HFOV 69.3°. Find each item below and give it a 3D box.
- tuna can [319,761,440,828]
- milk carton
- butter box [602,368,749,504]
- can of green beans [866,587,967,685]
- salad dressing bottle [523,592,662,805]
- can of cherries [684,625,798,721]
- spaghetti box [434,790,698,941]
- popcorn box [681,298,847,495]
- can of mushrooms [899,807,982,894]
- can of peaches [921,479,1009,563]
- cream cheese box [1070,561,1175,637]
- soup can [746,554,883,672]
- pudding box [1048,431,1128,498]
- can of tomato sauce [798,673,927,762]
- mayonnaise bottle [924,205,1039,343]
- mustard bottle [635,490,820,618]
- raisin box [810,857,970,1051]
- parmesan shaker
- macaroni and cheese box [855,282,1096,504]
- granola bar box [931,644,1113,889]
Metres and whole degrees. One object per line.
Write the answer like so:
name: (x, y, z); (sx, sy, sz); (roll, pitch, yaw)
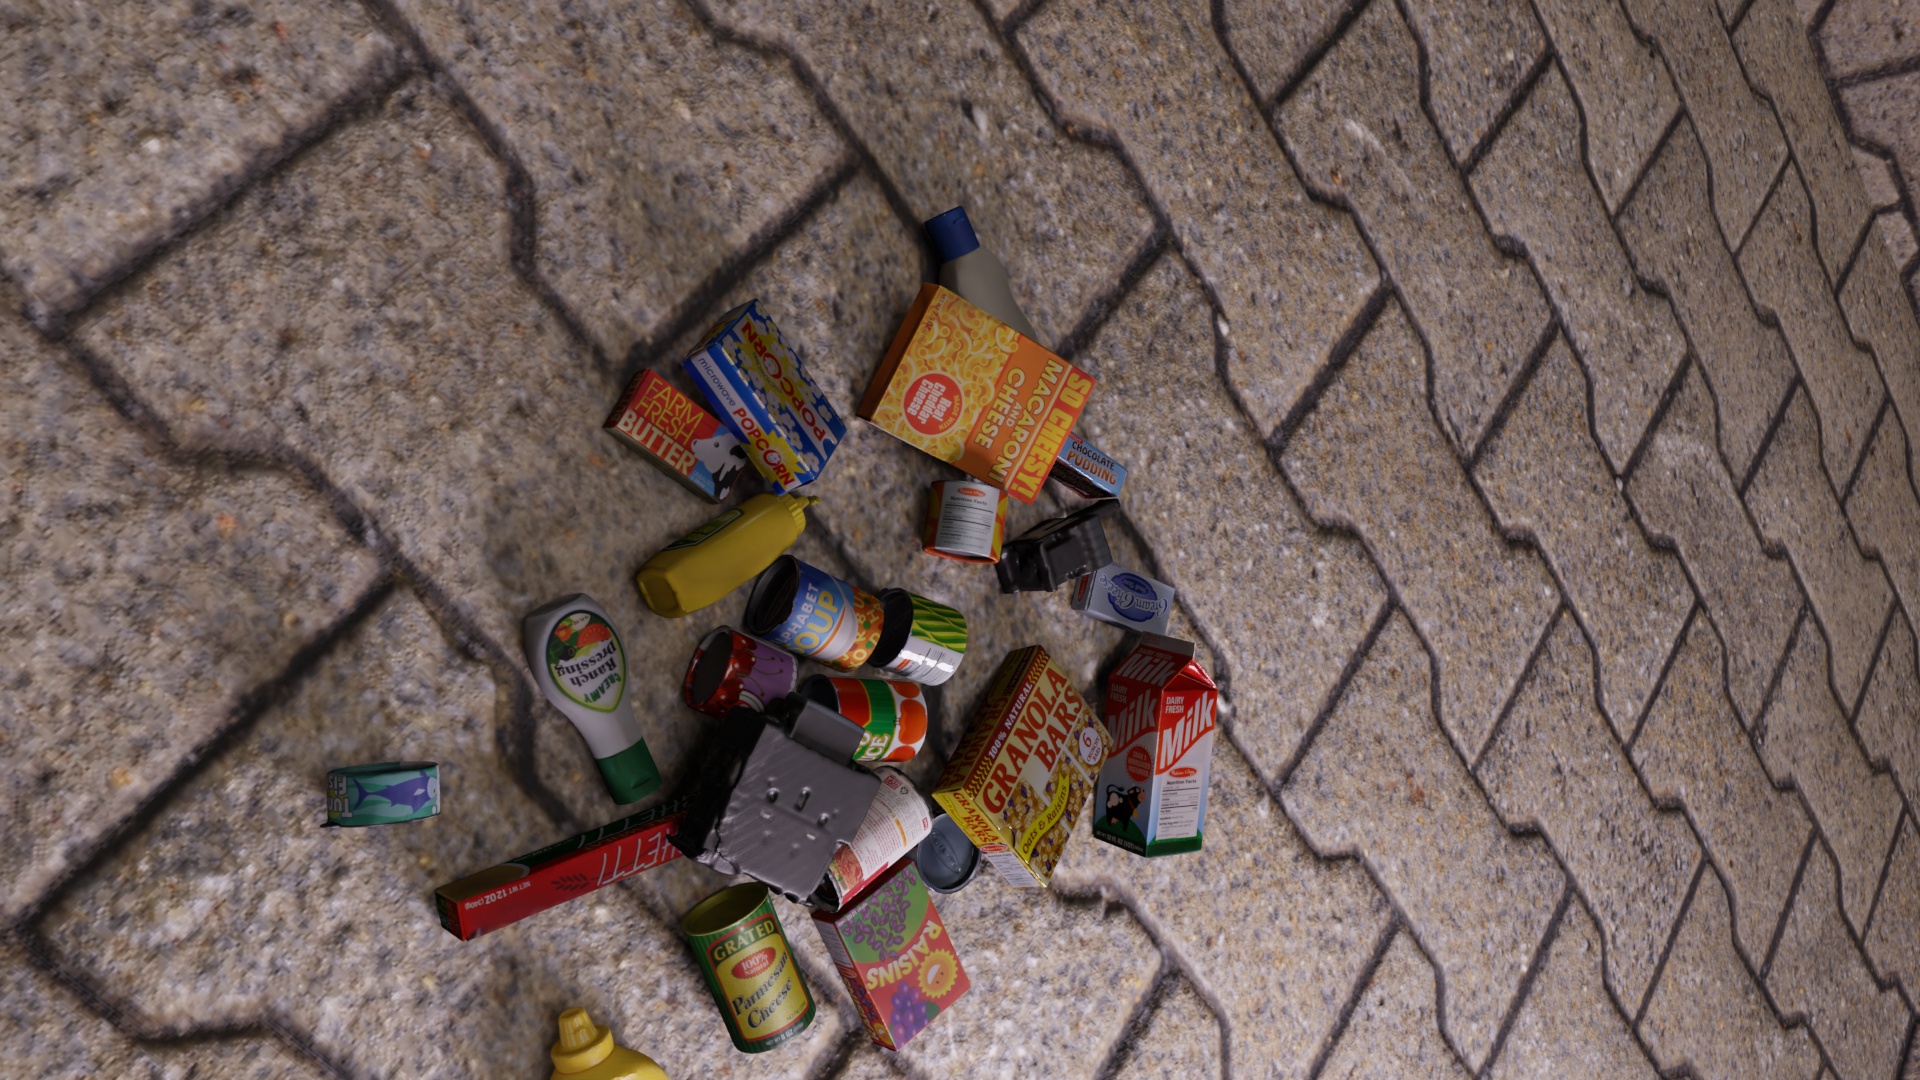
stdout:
tuna can: (-0.362, 0.158, 0.866); (0.071, 0.071, 0.033); (-1, 87, -37)
milk carton: (0.177, 0.181, 1.252); (0.073, 0.072, 0.190); (4, 93, -37)
butter box: (-0.206, -0.075, 1.022); (0.103, 0.024, 0.053); (38, 67, -29)
can of green beans: (-0.036, 0.078, 1.115); (0.058, 0.071, 0.071); (23, 74, -35)
salad dressing bottle: (-0.252, 0.111, 0.965); (0.064, 0.044, 0.147); (-29, 105, -33)
can of cherries: (-0.161, 0.105, 1.018); (0.058, 0.071, 0.071); (29, 71, -32)
spaghetti box: (-0.234, 0.215, 0.969); (0.251, 0.050, 0.028); (-16, 99, -37)
popcorn box: (-0.145, -0.108, 1.039); (0.126, 0.038, 0.085); (56, 27, -20)
can of mushrooms: (-0.016, 0.252, 1.140); (0.071, 0.033, 0.071); (3, 86, -36)
can of peaches: (0.004, -0.014, 1.152); (0.071, 0.071, 0.058); (15, 79, -35)
cream cheese box: (0.152, 0.054, 1.282); (0.104, 0.024, 0.053); (23, 75, -34)
soup can: (-0.109, 0.058, 1.058); (0.083, 0.071, 0.071); (28, 71, -33)
pudding box: (0.103, -0.069, 1.237); (0.083, 0.049, 0.030); (31, 71, -32)
can of tomato sauce: (-0.077, 0.141, 1.079); (0.083, 0.071, 0.071); (8, 83, -37)
mayonnaise bottle: (0.015, -0.210, 1.186); (0.065, 0.041, 0.147); (-32, 105, -28)
mustard bottle: (-0.163, 0.001, 1.029); (0.161, 0.065, 0.048); (-37, 111, -40)
raisin box: (-0.054, 0.327, 1.104); (0.086, 0.040, 0.123); (-32, 105, -34)
parmesan shaker: (-0.151, 0.310, 1.015); (0.071, 0.071, 0.103); (-29, 105, -34)
macaroni and cheese box: (0.015, -0.120, 1.150); (0.166, 0.040, 0.123); (27, 92, -28)
granola bar box: (0.057, 0.189, 1.172); (0.124, 0.039, 0.166); (52, 46, -22)
